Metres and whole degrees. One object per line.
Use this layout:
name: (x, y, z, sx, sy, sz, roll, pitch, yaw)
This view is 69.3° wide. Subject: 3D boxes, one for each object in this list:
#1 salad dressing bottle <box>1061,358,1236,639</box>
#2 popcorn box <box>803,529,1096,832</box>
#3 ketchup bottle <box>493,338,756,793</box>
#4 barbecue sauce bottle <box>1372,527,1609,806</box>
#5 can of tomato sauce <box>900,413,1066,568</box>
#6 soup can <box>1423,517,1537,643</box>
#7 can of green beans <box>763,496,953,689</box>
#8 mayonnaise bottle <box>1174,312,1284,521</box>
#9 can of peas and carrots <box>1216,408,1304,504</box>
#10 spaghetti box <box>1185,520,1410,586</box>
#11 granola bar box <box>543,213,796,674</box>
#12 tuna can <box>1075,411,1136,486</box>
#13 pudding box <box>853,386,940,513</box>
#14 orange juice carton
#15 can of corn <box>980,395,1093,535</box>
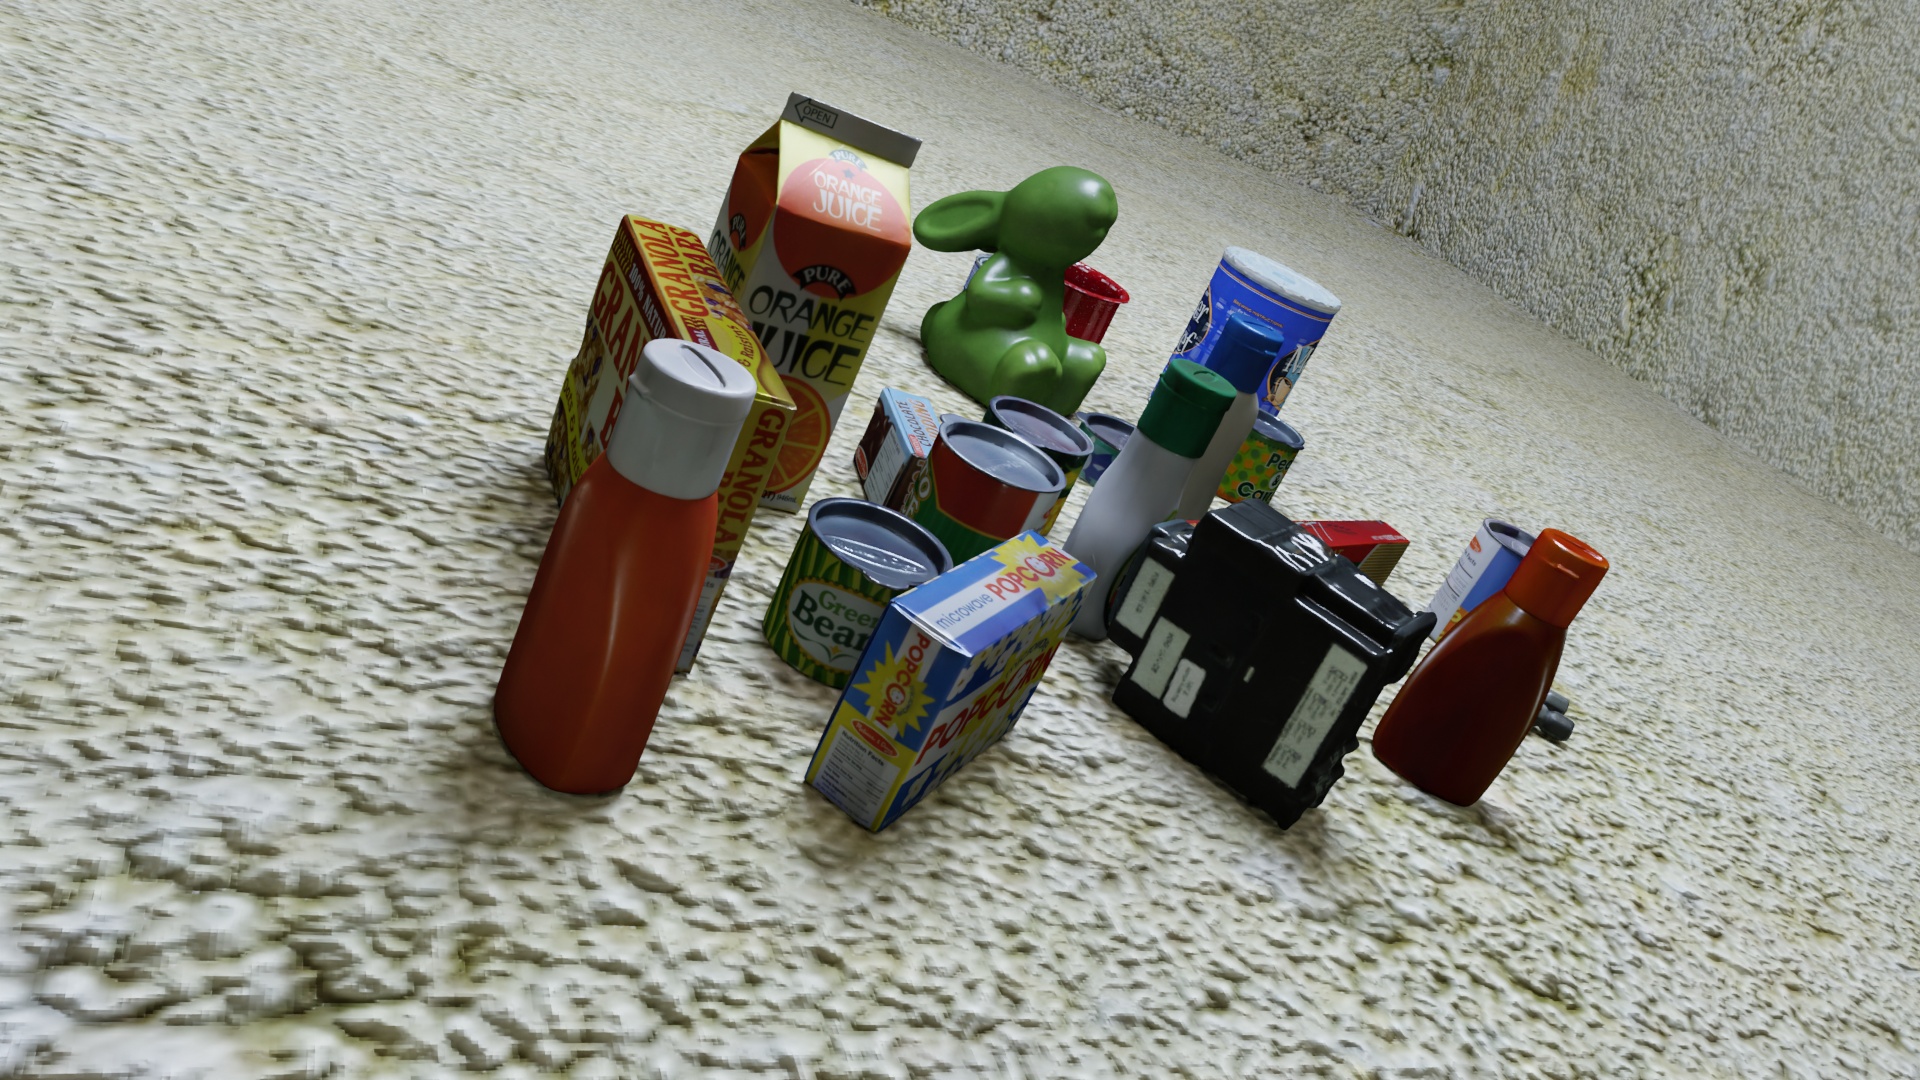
salad dressing bottle: (0.090, -0.020, 0.707, 0.044, 0.147, 0.064, 33, 24, 17)
popcorn box: (-0.001, 0.051, 0.547, 0.038, 0.085, 0.127, 33, 24, 16)
ketchup bottle: (-0.109, 0.008, 0.450, 0.043, 0.148, 0.065, 3, 32, -42)
barbecue sauce bottle: (0.277, 0.064, 0.718, 0.065, 0.148, 0.044, 31, 24, 12)
can of tomato sauce: (0.002, -0.008, 0.676, 0.071, 0.082, 0.071, 22, 24, -10)
soup can: (0.364, 0.039, 0.938, 0.071, 0.083, 0.071, 22, 24, -10)
can of green beans: (-0.045, 0.023, 0.596, 0.071, 0.057, 0.071, 22, 24, -10)
mayonnaise bottle: (0.151, -0.069, 0.869, 0.065, 0.147, 0.041, 5, 31, -40)
can of peas and carrots: (0.213, -0.062, 1.028, 0.071, 0.058, 0.071, 22, 24, -10)
spaghetti box: (0.202, 0.015, 0.868, 0.251, 0.050, 0.029, -1, 35, -46)
granola bar box: (-0.127, -0.045, 0.571, 0.039, 0.123, 0.166, 11, 27, -31)
tuna can: (0.104, -0.058, 0.942, 0.071, 0.032, 0.071, 21, 24, -10)
pudding box: (-0.031, -0.043, 0.756, 0.030, 0.049, 0.084, 15, 25, -23)
orange juice carton: (-0.085, -0.117, 0.676, 0.072, 0.191, 0.073, 12, 27, -30)
can of corn: (0.035, -0.043, 0.810, 0.071, 0.058, 0.071, 22, 24, -10)
